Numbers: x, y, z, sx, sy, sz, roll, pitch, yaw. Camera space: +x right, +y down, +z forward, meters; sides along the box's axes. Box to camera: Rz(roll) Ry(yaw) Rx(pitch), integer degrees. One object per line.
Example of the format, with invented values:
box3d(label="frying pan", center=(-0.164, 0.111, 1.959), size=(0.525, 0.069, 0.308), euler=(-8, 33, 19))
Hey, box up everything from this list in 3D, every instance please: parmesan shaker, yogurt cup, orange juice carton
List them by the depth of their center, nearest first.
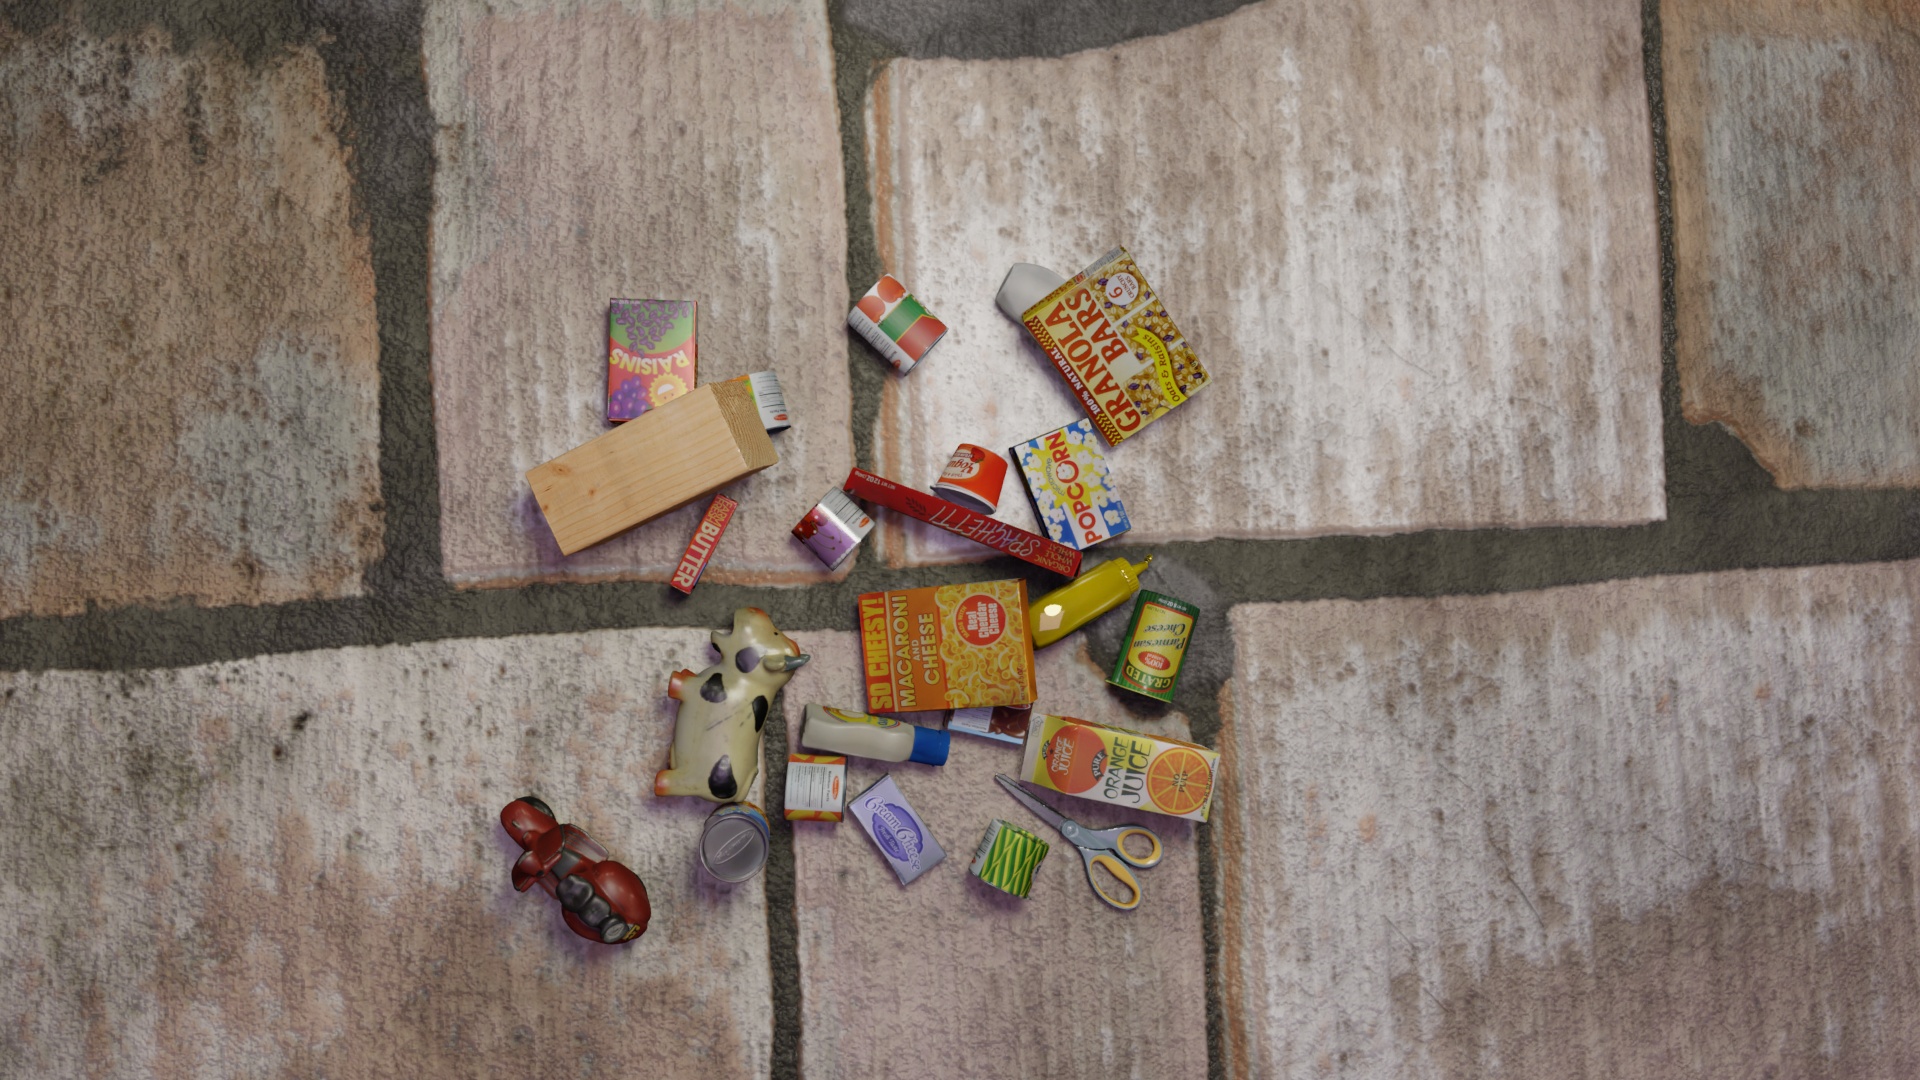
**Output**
box3d(label="yogurt cup", center=(0.014, -0.064, 1.413), size=(0.072, 0.072, 0.054), euler=(24, 78, -6))
box3d(label="orange juice carton", center=(0.160, 0.229, 1.420), size=(0.193, 0.073, 0.072), euler=(13, 88, -6))
box3d(label="parmesan shaker", center=(0.198, 0.108, 1.431), size=(0.071, 0.071, 0.103), euler=(19, 86, -7))

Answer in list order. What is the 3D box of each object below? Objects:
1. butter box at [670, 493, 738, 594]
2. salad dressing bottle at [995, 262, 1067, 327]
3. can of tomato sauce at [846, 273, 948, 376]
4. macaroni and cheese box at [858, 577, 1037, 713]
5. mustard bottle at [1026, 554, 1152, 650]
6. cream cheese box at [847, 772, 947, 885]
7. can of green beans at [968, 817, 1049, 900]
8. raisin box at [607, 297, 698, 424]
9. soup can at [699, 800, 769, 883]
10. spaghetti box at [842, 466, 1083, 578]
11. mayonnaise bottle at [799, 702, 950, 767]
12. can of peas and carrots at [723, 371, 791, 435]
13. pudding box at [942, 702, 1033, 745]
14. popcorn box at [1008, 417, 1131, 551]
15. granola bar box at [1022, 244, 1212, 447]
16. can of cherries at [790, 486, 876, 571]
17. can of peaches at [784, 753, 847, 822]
box3d(label="butter box", center=(-0.255, 0.003, 1.381), size=(0.024, 0.053, 0.103), euler=(28, 86, -8))
box3d(label="salad dressing bottle", center=(0.110, -0.234, 1.440), size=(0.147, 0.044, 0.064), euler=(27, 84, -8))
box3d(label="can of tomato sauce", center=(-0.063, -0.219, 1.405), size=(0.083, 0.071, 0.071), euler=(43, 84, -4))
box3d(label="macaroni and cheese box", center=(-0.013, 0.106, 1.388), size=(0.166, 0.040, 0.123), euler=(-6, 88, 15))
box3d(label="mustard bottle", center=(0.133, 0.057, 1.426), size=(0.160, 0.065, 0.049), euler=(-29, 88, -10))
box3d(label="cream cheese box", center=(-0.065, 0.294, 1.413), size=(0.053, 0.024, 0.103), euler=(-35, 93, -7))
box3d(label="can of green beans", center=(0.050, 0.321, 1.407), size=(0.071, 0.071, 0.058), euler=(26, 86, -6))
box3d(label="raisin box", center=(-0.306, -0.177, 1.385), size=(0.086, 0.040, 0.123), euler=(1, 89, -8))
box3d(label="soup can", center=(-0.222, 0.291, 1.363), size=(0.071, 0.083, 0.071), euler=(0, 89, -8))
box3d(label="spaghetti box", center=(0.005, -0.018, 1.396), size=(0.250, 0.050, 0.028), euler=(20, 91, 4))
box3d(label="mayonnaise bottle", center=(-0.086, 0.197, 1.396), size=(0.148, 0.065, 0.041), euler=(11, 97, -11))
box3d(label="can of peas and carrots", center=(-0.210, -0.132, 1.384), size=(0.071, 0.071, 0.058), euler=(-16, 91, -7))
box3d(label="pudding box", center=(0.028, 0.177, 1.425), size=(0.084, 0.030, 0.049), euler=(13, 86, -7))
box3d(label="popcorn box", center=(0.113, -0.053, 1.437), size=(0.085, 0.038, 0.126), euler=(-22, 92, -6))
box3d(label="granola bar box", center=(0.159, -0.195, 1.408), size=(0.124, 0.039, 0.165), euler=(-34, 109, 12))
box3d(label="can of cherries", center=(-0.129, -0.011, 1.392), size=(0.058, 0.071, 0.071), euler=(43, 84, -5))
box3d(label="can of peaches", center=(-0.143, 0.247, 1.384), size=(0.058, 0.071, 0.071), euler=(3, 89, -3))
